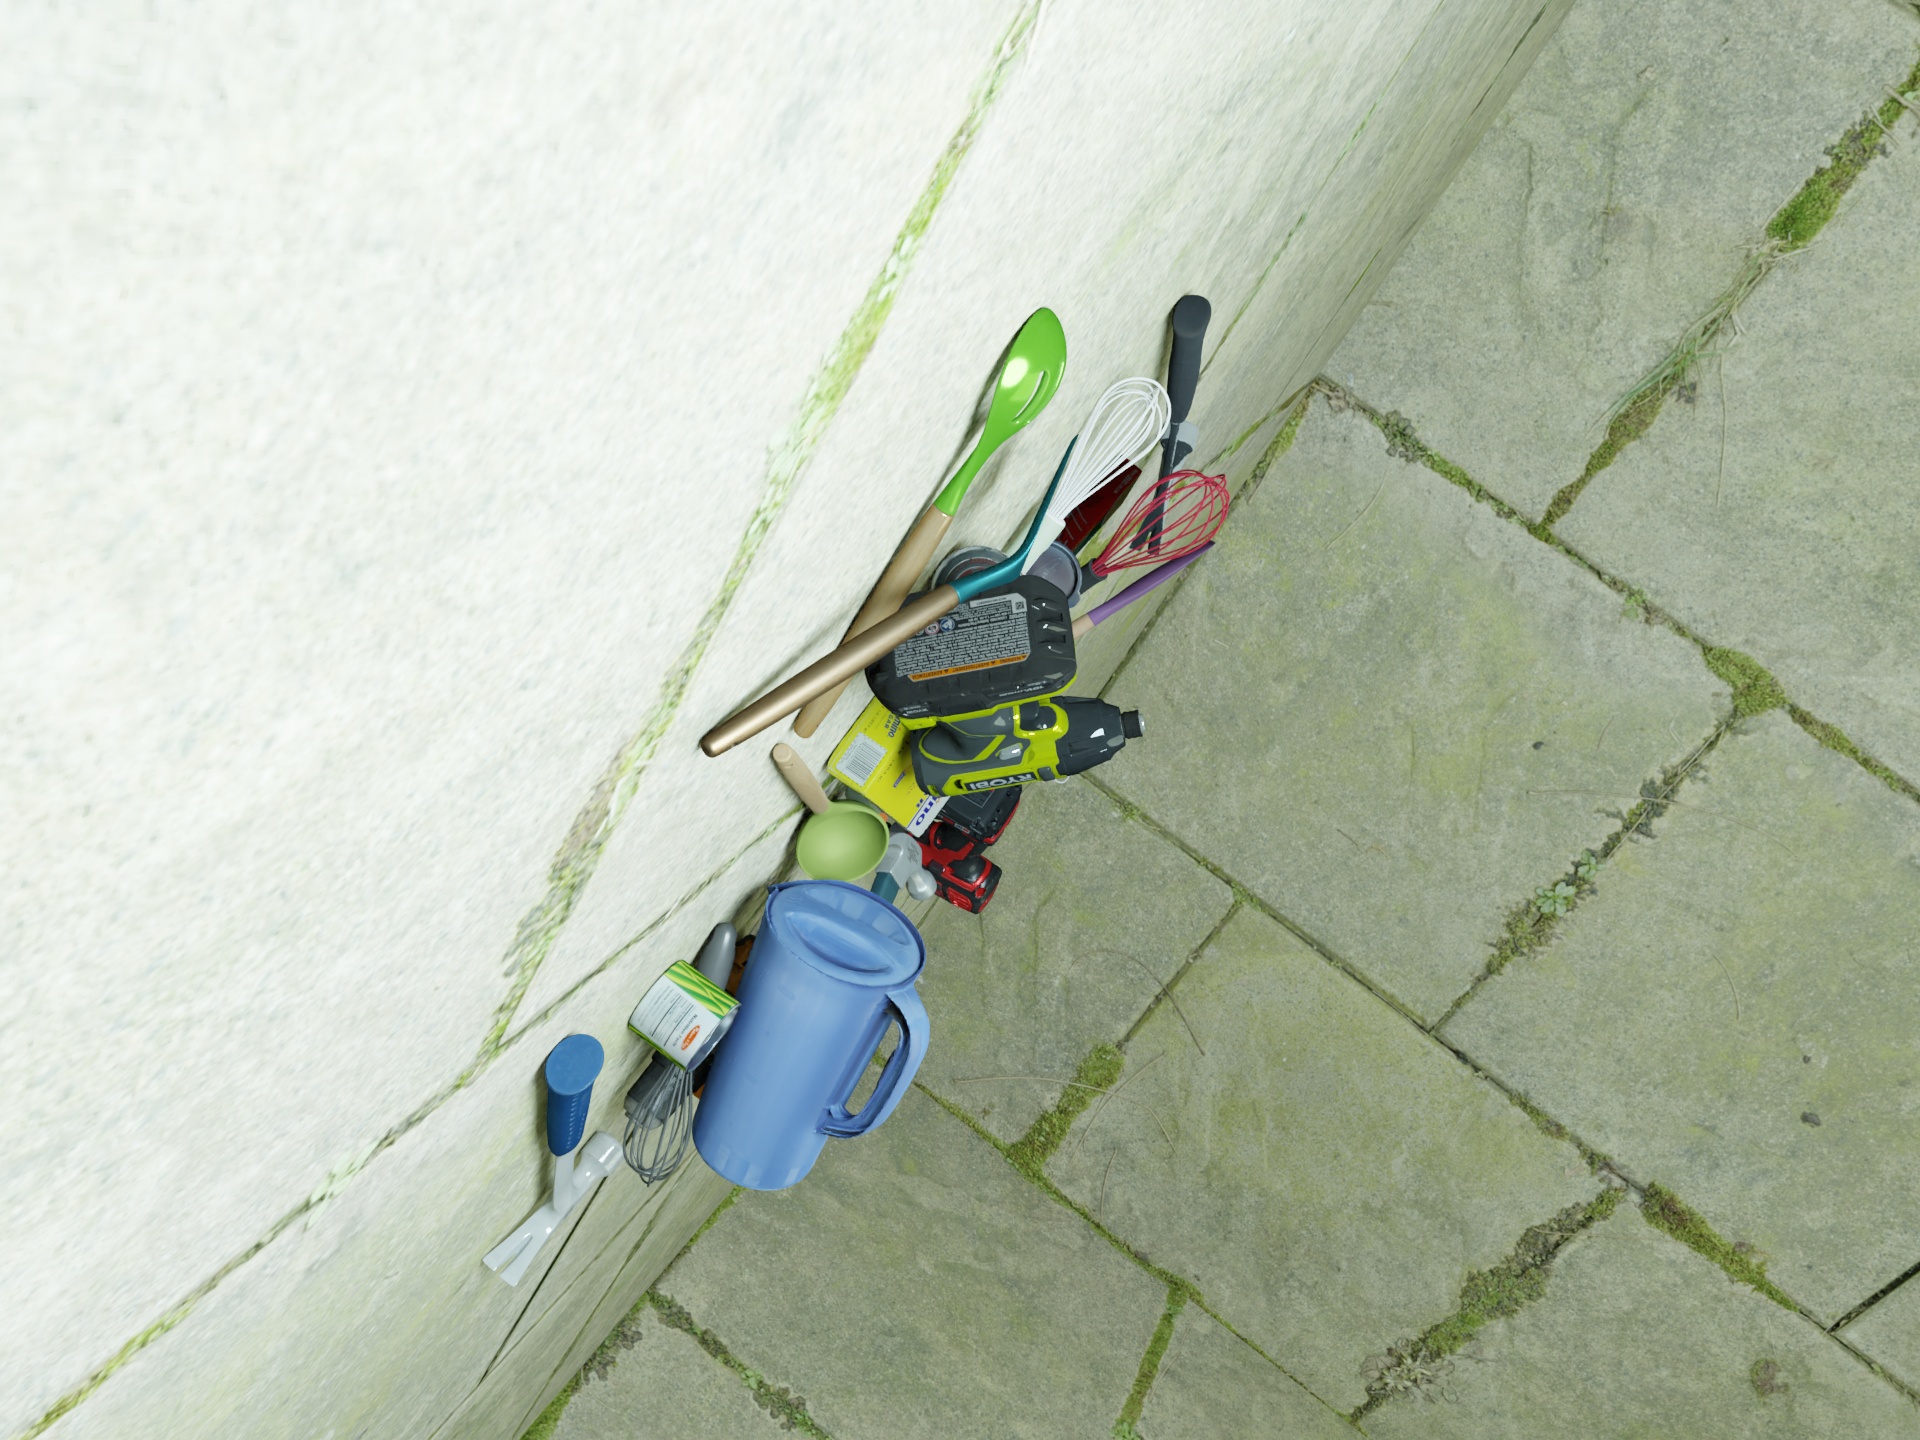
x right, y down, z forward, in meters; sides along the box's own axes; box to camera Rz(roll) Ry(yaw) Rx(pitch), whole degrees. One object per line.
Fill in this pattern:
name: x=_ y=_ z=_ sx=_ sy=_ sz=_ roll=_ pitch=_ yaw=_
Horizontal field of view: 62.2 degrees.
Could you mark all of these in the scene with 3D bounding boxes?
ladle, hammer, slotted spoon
ladle: x=-0.103 y=0.068 z=1.173 sx=0.078 sy=0.062 sz=0.320 roll=-24 pitch=167 yaw=-3
hammer: x=-0.106 y=0.242 z=1.477 sx=0.128 sy=0.033 sz=0.331 roll=63 pitch=39 yaw=-42
slotted spoon: x=-0.022 y=-0.108 z=0.962 sx=0.313 sy=0.031 sz=0.070 roll=-55 pitch=168 yaw=25
hammer: x=-0.300 y=0.324 z=1.195 sx=0.144 sy=0.035 sz=0.405 roll=-49 pitch=172 yaw=-32
hammer: x=0.192 y=-0.271 z=1.434 sx=0.408 sy=0.036 sz=0.149 roll=70 pitch=37 yaw=-78

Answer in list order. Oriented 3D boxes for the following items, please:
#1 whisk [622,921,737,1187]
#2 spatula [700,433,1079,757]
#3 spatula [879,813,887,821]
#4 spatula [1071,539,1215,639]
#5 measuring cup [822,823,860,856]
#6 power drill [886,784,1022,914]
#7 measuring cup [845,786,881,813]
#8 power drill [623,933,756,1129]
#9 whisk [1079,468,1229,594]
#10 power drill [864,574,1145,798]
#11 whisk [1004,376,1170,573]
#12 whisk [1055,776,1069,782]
whisk: x=-0.221 y=0.269 z=1.278 sx=0.055 sy=0.055 sz=0.239 roll=-30 pitch=141 yaw=-73
spatula: x=-0.032 y=-0.069 z=0.939 sx=0.317 sy=0.044 sz=0.082 roll=-35 pitch=165 yaw=-31
spatula: x=-0.002 y=-0.005 z=1.433 sx=0.322 sy=0.041 sz=0.081 roll=-47 pitch=176 yaw=23
spatula: x=0.098 y=-0.080 z=1.470 sx=0.316 sy=0.018 sz=0.060 roll=-33 pitch=-170 yaw=5
measuring cup: x=-0.096 y=0.120 z=1.402 sx=0.062 sy=0.029 sz=0.156 roll=-27 pitch=159 yaw=-4
power drill: x=-0.018 y=0.107 z=1.625 sx=0.078 sy=0.143 sz=0.219 roll=-54 pitch=168 yaw=-30
measuring cup: x=-0.083 y=0.081 z=1.415 sx=0.167 sy=0.038 sz=0.083 roll=-60 pitch=171 yaw=29
power drill: x=-0.221 y=0.299 z=1.434 sx=0.185 sy=0.084 sz=0.226 roll=-51 pitch=168 yaw=-19
whisk: x=0.141 y=-0.149 z=1.470 sx=0.296 sy=0.073 sz=0.073 roll=-33 pitch=-170 yaw=46
power drill: x=0.033 y=-0.014 z=1.101 sx=0.223 sy=0.171 sz=0.080 roll=58 pitch=24 yaw=-65
whisk: x=0.079 y=-0.168 z=1.262 sx=0.246 sy=0.059 sz=0.058 roll=-51 pitch=-159 yaw=17
whisk: x=0.035 y=0.001 z=1.396 sx=0.070 sy=0.070 sz=0.284 roll=-54 pitch=147 yaw=7
